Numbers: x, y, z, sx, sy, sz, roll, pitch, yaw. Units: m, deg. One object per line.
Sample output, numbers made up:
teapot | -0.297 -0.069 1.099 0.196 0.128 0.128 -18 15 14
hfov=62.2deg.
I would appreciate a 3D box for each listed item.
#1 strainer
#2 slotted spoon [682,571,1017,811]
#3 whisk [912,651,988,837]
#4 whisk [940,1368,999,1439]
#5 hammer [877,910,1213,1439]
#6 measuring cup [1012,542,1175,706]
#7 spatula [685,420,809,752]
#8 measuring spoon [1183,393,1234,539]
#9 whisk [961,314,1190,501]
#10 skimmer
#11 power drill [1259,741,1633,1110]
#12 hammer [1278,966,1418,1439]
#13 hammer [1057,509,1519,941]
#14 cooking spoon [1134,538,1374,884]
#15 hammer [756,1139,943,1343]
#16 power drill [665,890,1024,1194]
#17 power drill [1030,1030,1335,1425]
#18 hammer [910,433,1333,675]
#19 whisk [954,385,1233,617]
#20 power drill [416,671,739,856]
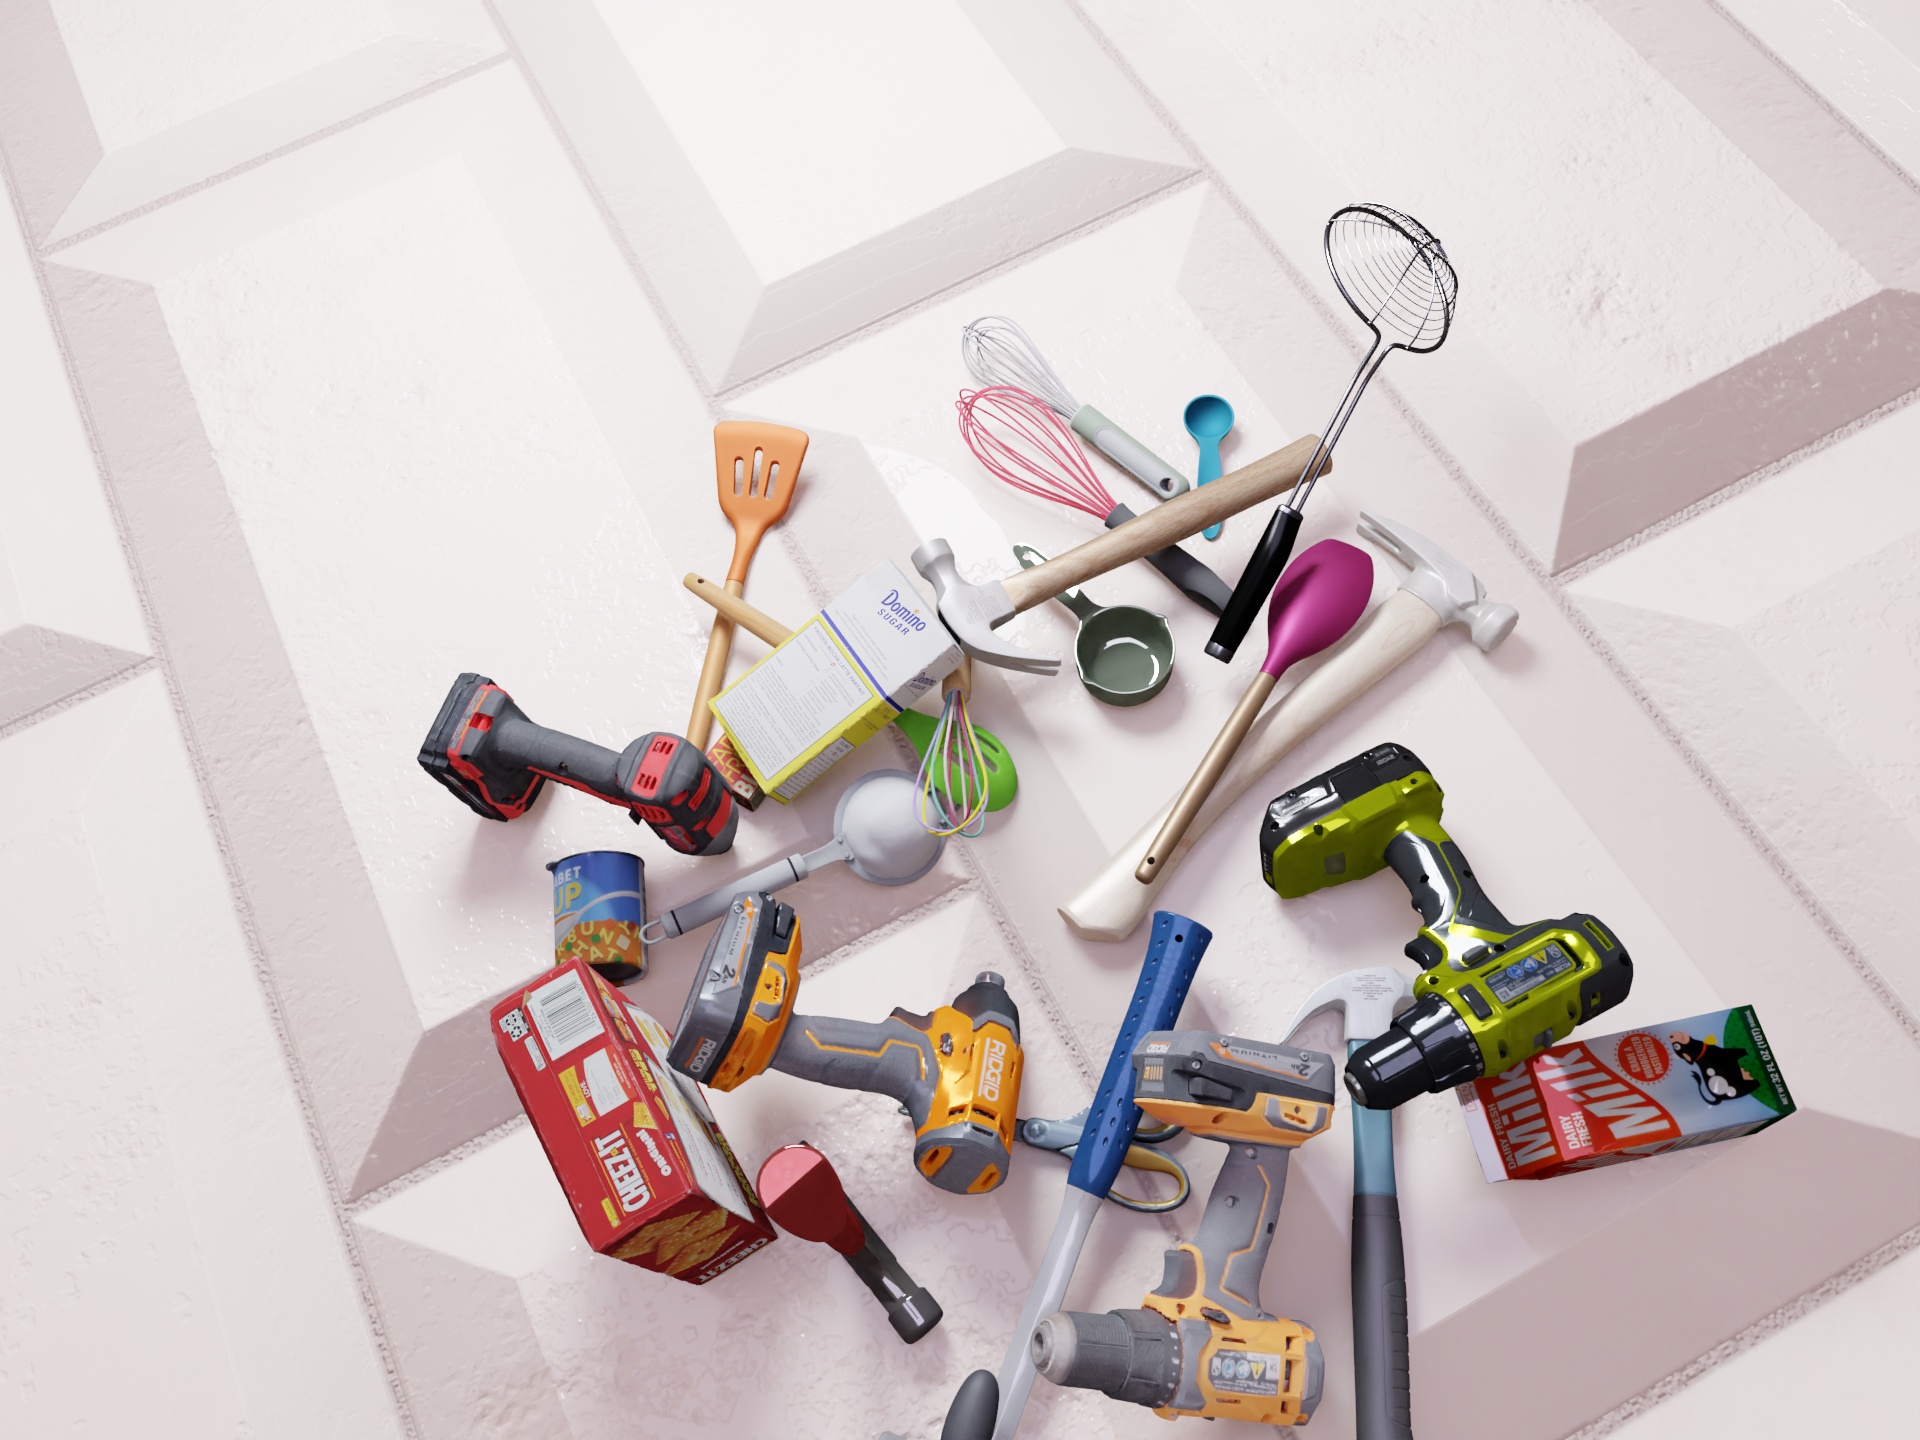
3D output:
strainer | -0.109 0.104 1.145 0.258 0.050 0.087 -24 89 -12
slotted spoon | -0.088 -0.030 1.213 0.314 0.031 0.070 33 52 14
whisk | 0.000 -0.004 1.164 0.051 0.047 0.245 23 38 -18
whisk | -0.030 0.520 0.917 0.070 0.070 0.285 16 66 12
hammer | 0.082 0.318 1.028 0.144 0.035 0.406 19 72 14
measuring cup | 0.097 -0.076 1.232 0.083 0.038 0.168 -38 65 -12
spatula | -0.187 -0.092 1.264 0.081 0.041 0.323 8 66 5
measuring spoon | 0.202 -0.204 1.298 0.042 0.021 0.129 1 74 5
whisk | 0.093 -0.256 1.315 0.246 0.059 0.057 41 113 17
skimmer | 0.264 -0.215 1.202 0.127 0.090 0.363 24 96 -23
power drill | 0.296 0.137 1.054 0.190 0.080 0.229 -26 49 -7
hammer | 0.270 0.321 1.026 0.128 0.033 0.331 2 65 5
hammer | 0.223 0.008 1.180 0.410 0.038 0.146 -41 66 -13
cooking spoon | 0.212 -0.012 1.161 0.069 0.017 0.319 27 69 22
hammer | -0.076 0.276 0.898 0.037 0.358 0.149 -39 70 -13
power drill | -0.063 0.200 1.050 0.226 0.084 0.164 24 39 -9
power drill | 0.139 0.307 0.974 0.185 0.084 0.226 14 74 -20
hammer | 0.137 -0.137 1.211 0.331 0.031 0.130 -25 74 -10
whisk | 0.108 -0.176 1.268 0.296 0.073 0.073 41 74 16
power drill | -0.267 0.043 1.158 0.220 0.143 0.079 13 68 19
